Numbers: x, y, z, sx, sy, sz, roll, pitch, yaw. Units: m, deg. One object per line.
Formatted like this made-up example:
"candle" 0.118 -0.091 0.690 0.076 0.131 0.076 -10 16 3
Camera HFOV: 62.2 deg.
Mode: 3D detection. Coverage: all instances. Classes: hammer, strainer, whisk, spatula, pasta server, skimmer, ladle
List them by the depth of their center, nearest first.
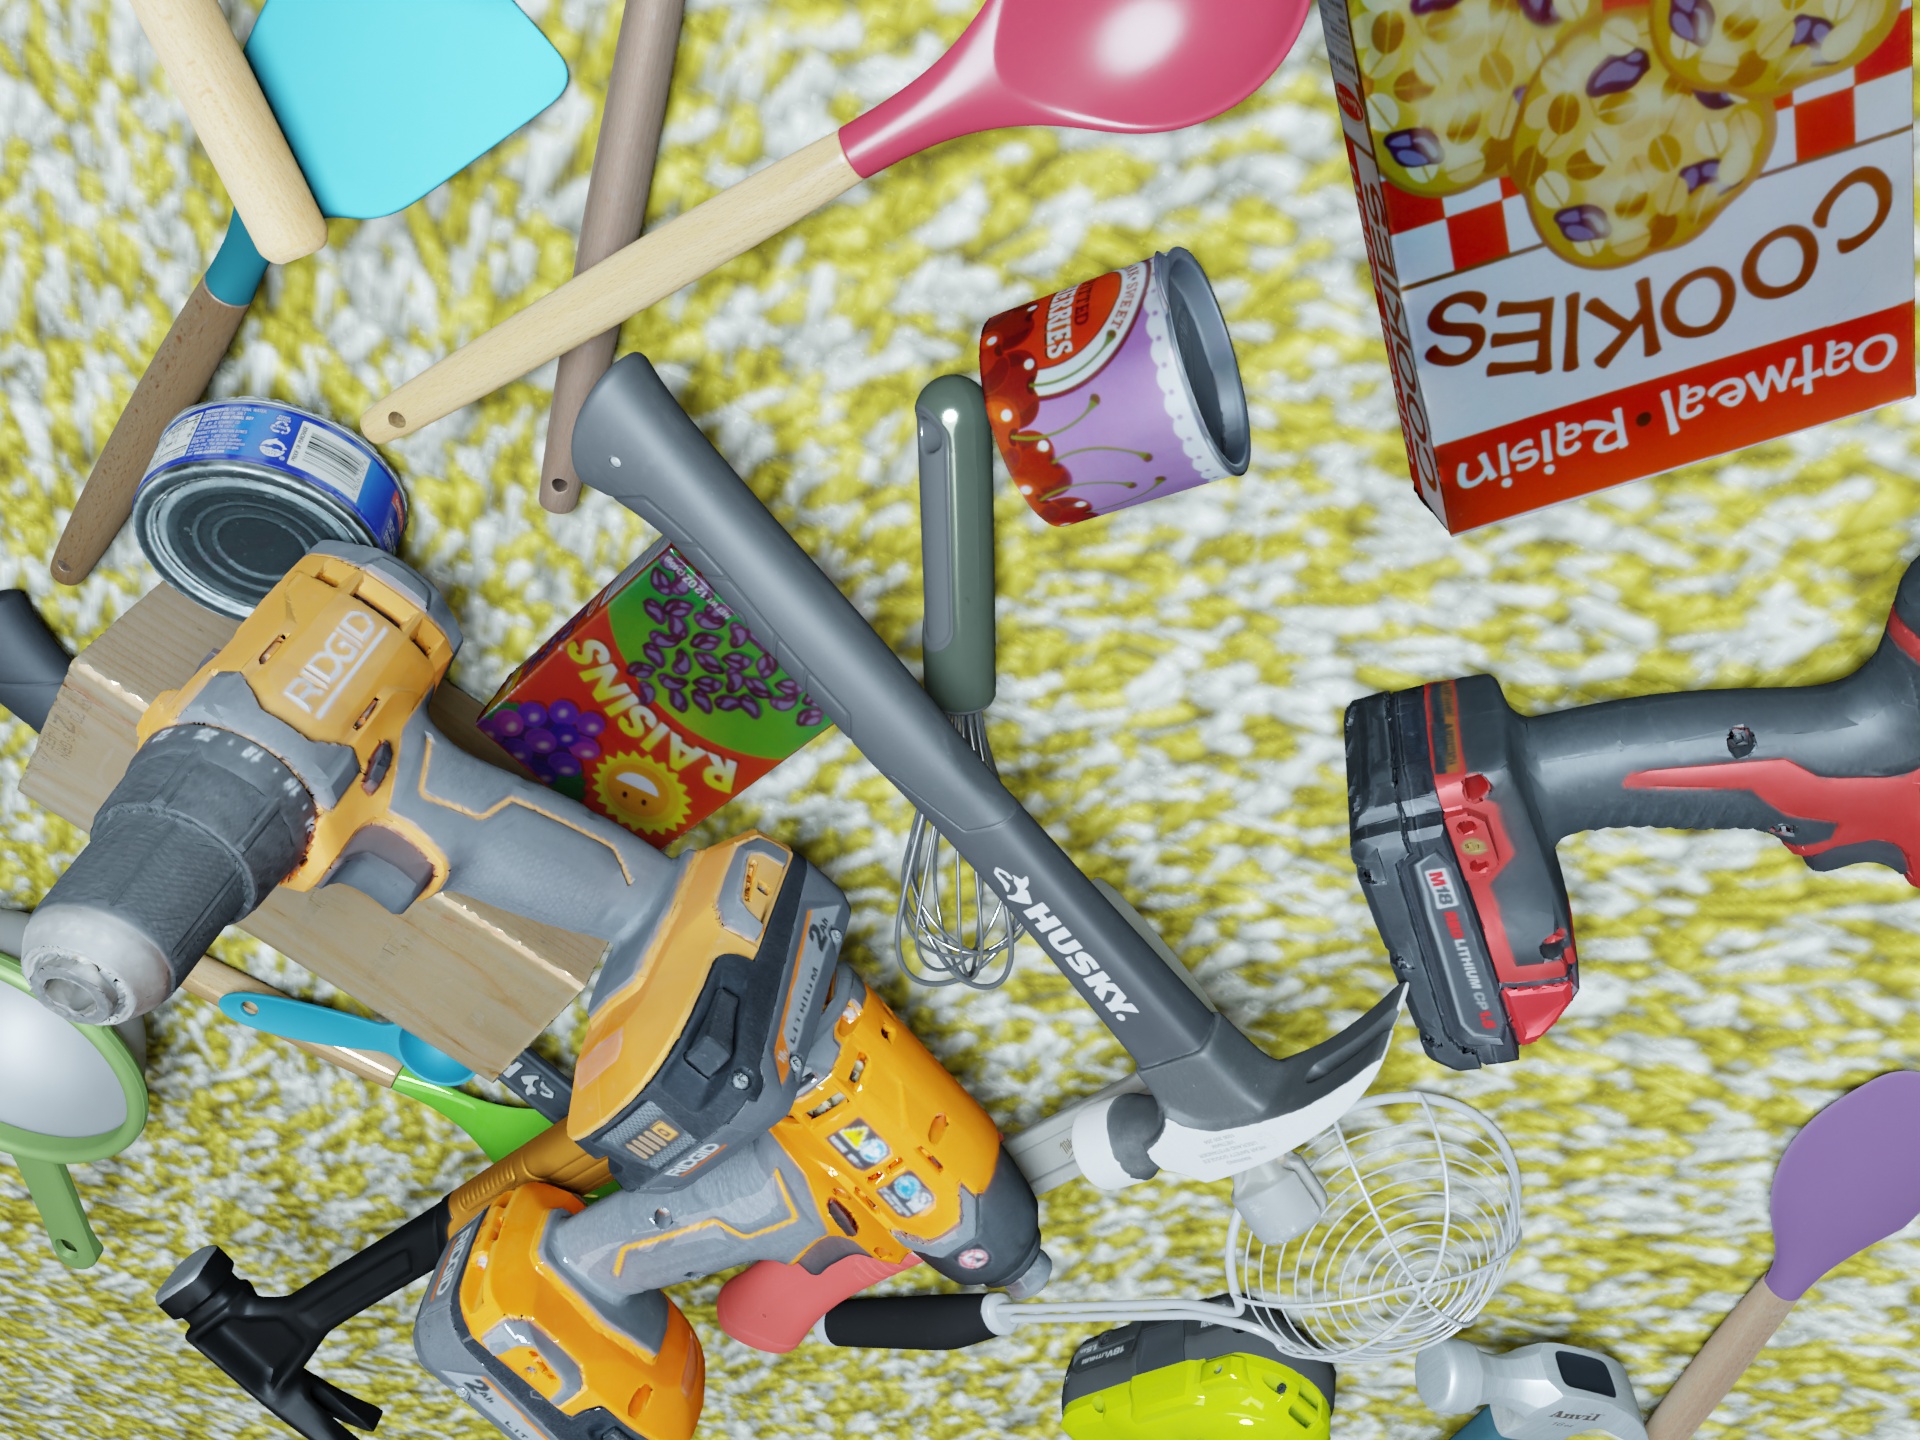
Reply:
"whisk" -0.237 -0.240 0.420 0.051 0.047 0.244 13 131 52
"pasta server" -0.091 -0.181 0.448 0.060 0.040 0.316 15 131 -11
"ladle" -0.052 -0.146 0.451 0.315 0.031 0.069 -22 118 21
"hammer" 0.001 0.020 0.510 0.334 0.035 0.146 49 133 -11
"spatula" -0.248 -0.134 0.537 0.082 0.044 0.317 42 130 -17
"whisk" -0.001 -0.002 0.554 0.058 0.059 0.246 39 140 46
"spatula" 0.333 0.253 0.671 0.060 0.018 0.315 13 127 5
"hammer" -0.269 0.093 0.692 0.149 0.036 0.408 -41 105 19
"hammer" -0.012 0.206 0.704 0.359 0.037 0.149 -39 84 40
"hammer" -0.204 0.222 0.708 0.337 0.034 0.127 -34 107 18
"skimmer" 0.074 0.245 0.730 0.363 0.090 0.127 -20 119 39
"hammer" 0.216 0.387 0.782 0.128 0.033 0.330 10 134 -12
"strainer" -0.455 0.181 0.801 0.151 0.069 0.256 12 129 4

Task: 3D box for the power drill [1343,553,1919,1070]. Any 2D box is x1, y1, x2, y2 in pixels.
"power drill" 0.253 0.045 0.503 0.227 0.080 0.187 -15 121 21

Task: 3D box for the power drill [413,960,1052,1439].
"power drill" -0.083 0.214 0.635 0.226 0.084 0.164 -36 109 13

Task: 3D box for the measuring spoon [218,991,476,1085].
"measuring spoon" -0.284 0.141 0.749 0.128 0.021 0.042 11 114 3

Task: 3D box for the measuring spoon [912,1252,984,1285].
"measuring spoon" -0.039 0.221 0.694 0.124 0.018 0.034 16 117 29

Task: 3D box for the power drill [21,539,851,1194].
"power drill" -0.156 0.062 0.506 0.226 0.185 0.084 38 125 -17

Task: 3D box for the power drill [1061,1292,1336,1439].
"power drill" 0.090 0.383 0.704 0.171 0.223 0.080 -32 112 32

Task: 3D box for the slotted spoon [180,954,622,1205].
"slotted spoon" -0.296 0.161 0.770 0.313 0.031 0.070 29 123 -5
